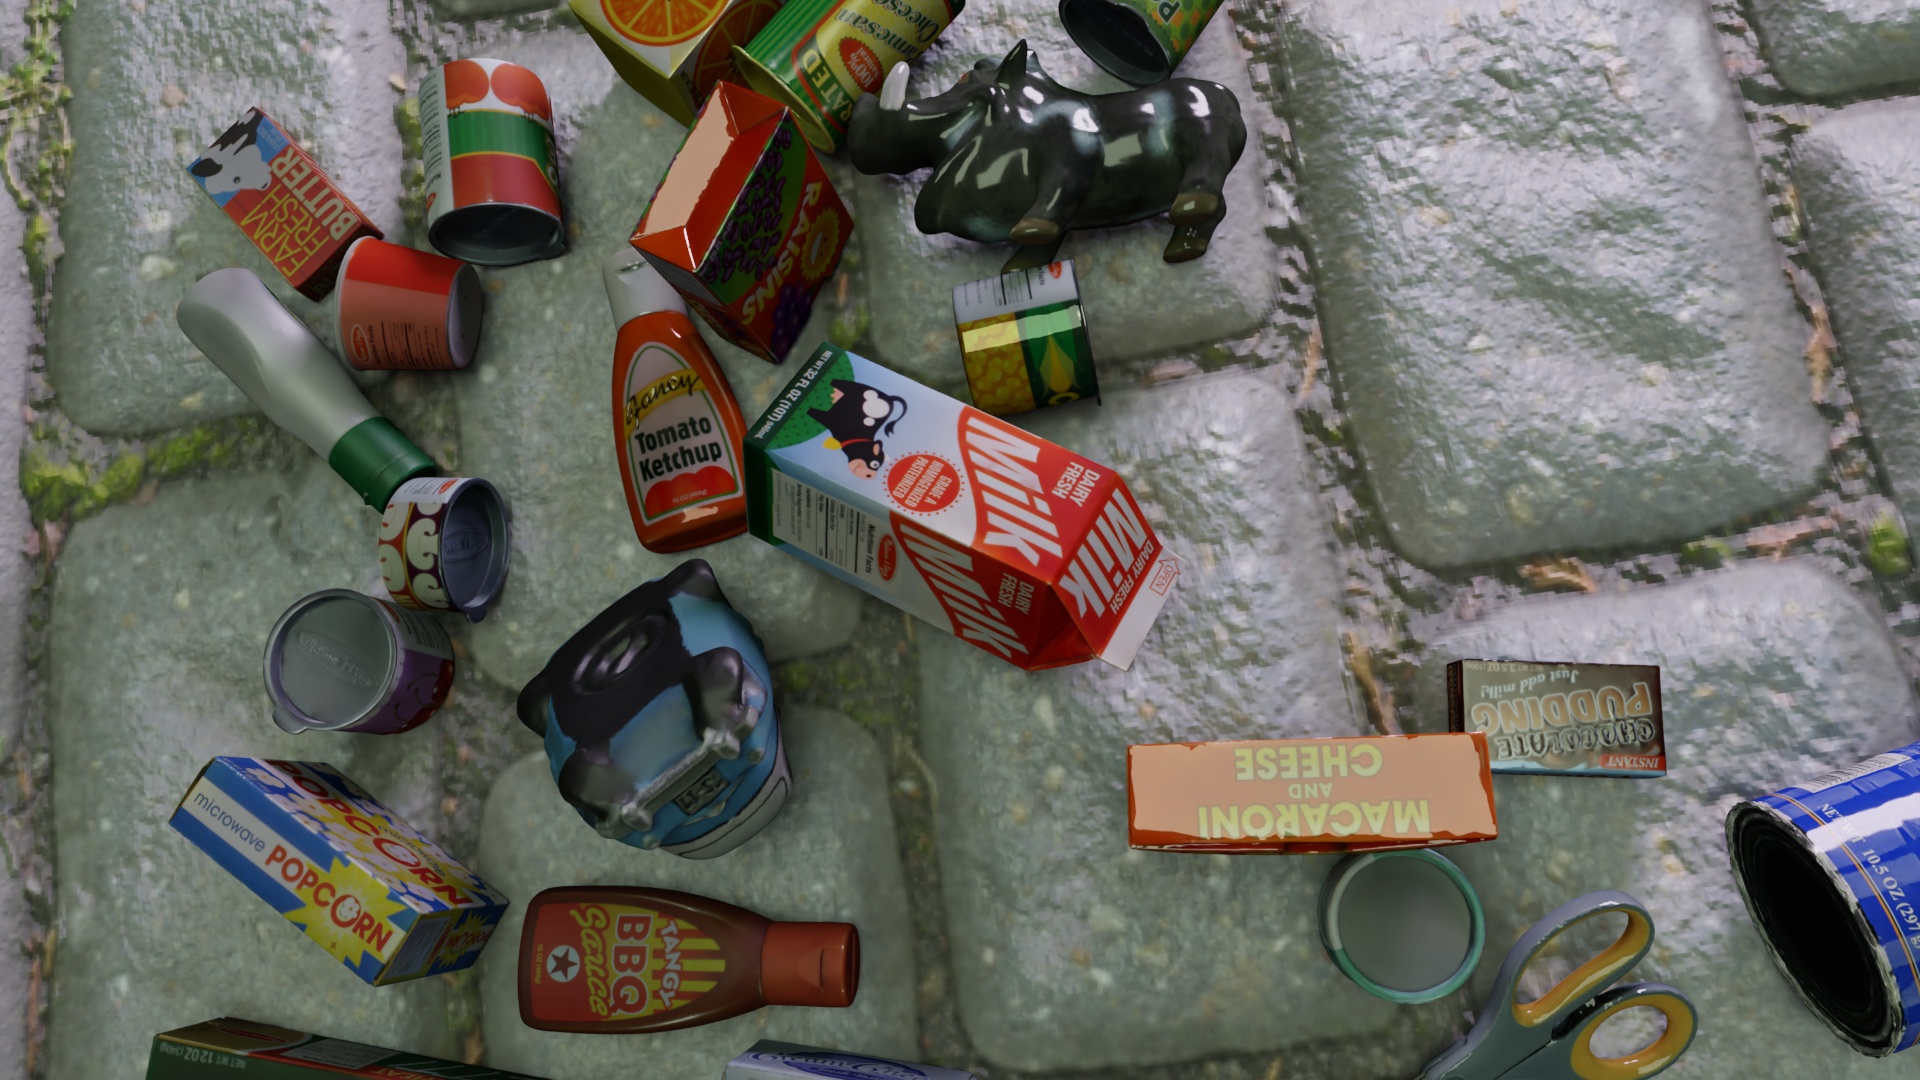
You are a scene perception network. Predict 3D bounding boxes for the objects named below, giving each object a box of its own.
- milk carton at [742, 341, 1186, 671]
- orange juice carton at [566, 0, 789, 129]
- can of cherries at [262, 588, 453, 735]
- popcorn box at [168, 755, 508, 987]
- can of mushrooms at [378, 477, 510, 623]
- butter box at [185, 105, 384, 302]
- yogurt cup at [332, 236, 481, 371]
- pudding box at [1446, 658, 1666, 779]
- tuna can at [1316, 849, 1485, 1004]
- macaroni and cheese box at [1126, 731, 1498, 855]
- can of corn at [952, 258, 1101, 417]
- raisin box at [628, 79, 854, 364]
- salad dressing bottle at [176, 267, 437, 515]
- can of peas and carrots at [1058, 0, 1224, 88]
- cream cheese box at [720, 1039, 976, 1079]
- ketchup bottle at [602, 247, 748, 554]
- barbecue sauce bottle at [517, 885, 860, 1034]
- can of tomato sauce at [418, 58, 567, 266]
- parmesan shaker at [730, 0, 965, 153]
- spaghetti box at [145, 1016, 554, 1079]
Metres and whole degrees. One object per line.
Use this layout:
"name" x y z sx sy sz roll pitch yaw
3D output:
"milk carton" 0.002 -0.008 0.625 0.191 0.073 0.073 26 55 13
"orange juice carton" -0.104 -0.310 0.714 0.073 0.071 0.193 37 86 12
"can of cherries" -0.290 0.062 0.669 0.071 0.058 0.071 -1 79 7
"popcorn box" -0.282 0.148 0.636 0.127 0.085 0.038 32 84 13
"can of mushrooms" -0.249 0.005 0.672 0.033 0.071 0.071 2 79 9
"butter box" -0.363 -0.181 0.747 0.053 0.024 0.103 -45 76 -2
"yogurt cup" -0.277 -0.116 0.701 0.054 0.072 0.072 7 80 -3
"pudding box" 0.258 0.078 0.605 0.084 0.030 0.050 1 80 8
"tuna can" 0.191 0.164 0.595 0.071 0.033 0.071 -2 78 8
"macaroni and cheese box" 0.129 0.101 0.548 0.124 0.166 0.040 -3 79 7
"can of corn" 0.032 -0.092 0.655 0.058 0.071 0.071 -11 77 6
"raisin box" -0.097 -0.145 0.652 0.040 0.123 0.086 25 83 13
"salad dressing bottle" -0.330 -0.074 0.704 0.148 0.064 0.044 43 58 6
"can of peas and carrots" 0.091 -0.267 0.679 0.071 0.071 0.059 34 84 13
"cream cheese box" -0.048 0.240 0.601 0.104 0.053 0.024 6 82 9
"ketchup bottle" -0.143 -0.071 0.684 0.065 0.043 0.149 -17 76 0
"barbecue sauce bottle" -0.121 0.190 0.627 0.148 0.043 0.065 -1 78 7
"can of tomato sauce" -0.238 -0.192 0.711 0.071 0.071 0.083 -11 76 6
"parmesan shaker" -0.056 -0.257 0.696 0.071 0.071 0.103 41 87 13
"spaghetti box" -0.241 0.254 0.627 0.250 0.050 0.029 7 82 9
